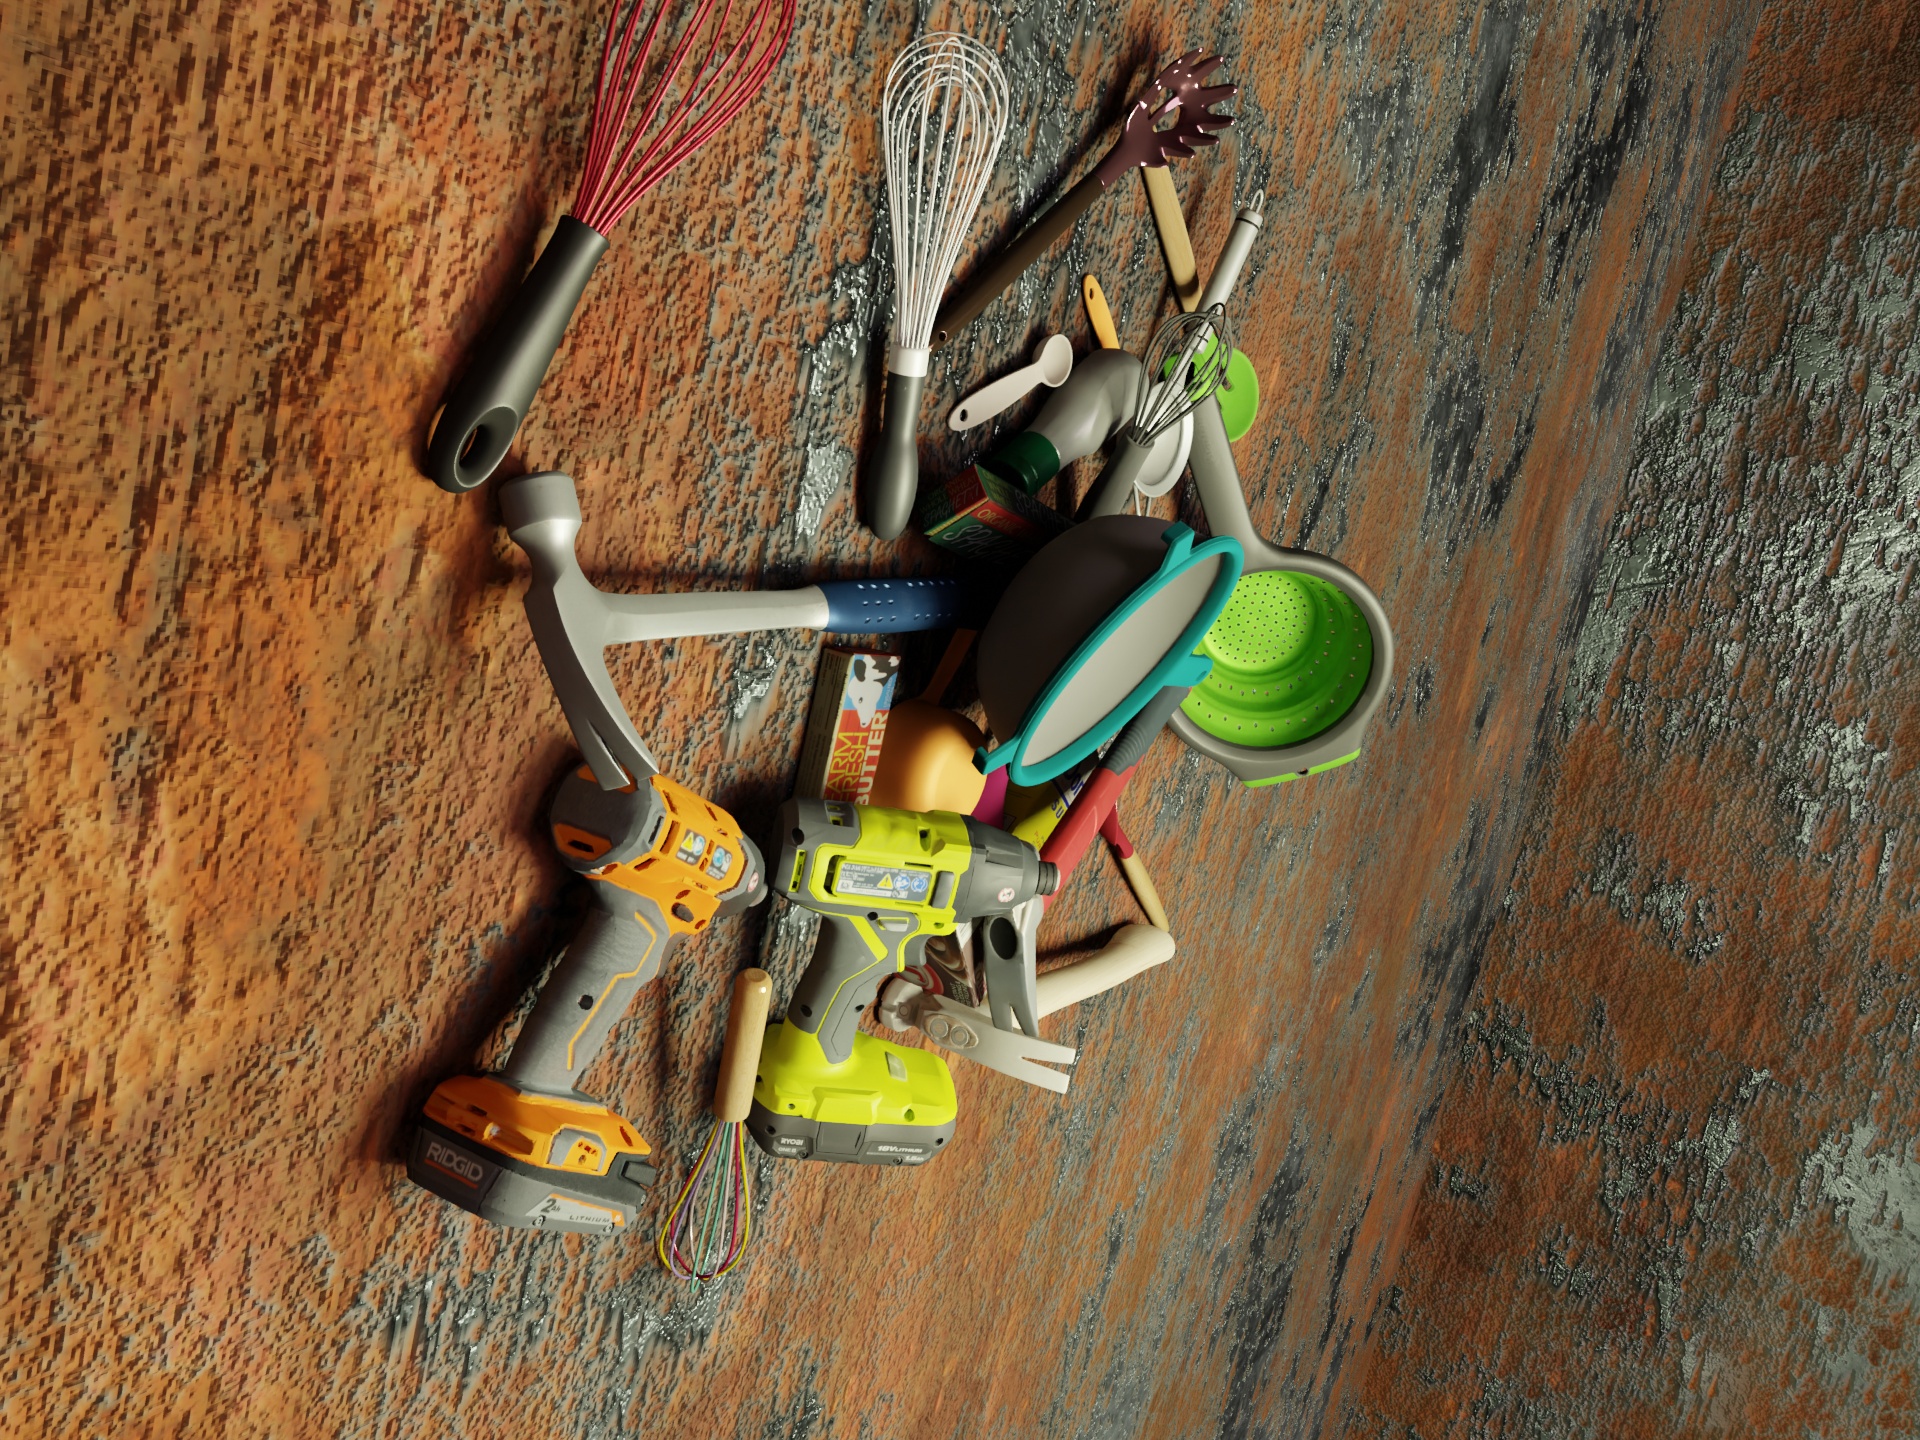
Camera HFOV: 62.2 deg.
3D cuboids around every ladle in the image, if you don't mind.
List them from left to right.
[{"bbox_3d":[0.151,0.124,1.399,0.315,0.031,0.069,60,21,-56],"label":"ladle"}]

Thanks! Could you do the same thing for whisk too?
[{"bbox_3d":[-0.153,-0.230,0.692,0.296,0.073,0.073,-62,149,-4],"label":"whisk"},{"bbox_3d":[-0.143,0.248,0.942,0.051,0.047,0.244,-47,154,-59],"label":"whisk"},{"bbox_3d":[-0.026,-0.237,0.900,0.070,0.070,0.284,-24,131,-52],"label":"whisk"},{"bbox_3d":[0.123,-0.189,1.085,0.055,0.055,0.238,-43,169,-39],"label":"whisk"}]

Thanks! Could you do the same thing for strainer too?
[{"bbox_3d":[0.103,-0.063,1.097,0.211,0.095,0.340,-50,164,14],"label":"strainer"},{"bbox_3d":[0.169,-0.272,1.178,0.086,0.050,0.258,19,96,-54],"label":"strainer"}]

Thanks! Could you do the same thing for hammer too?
[{"bbox_3d":[-0.085,-0.056,0.877,0.405,0.035,0.144,-11,85,-61],"label":"hammer"},{"bbox_3d":[0.098,0.213,1.272,0.410,0.146,0.038,-3,108,-63],"label":"hammer"},{"bbox_3d":[0.103,0.068,1.175,0.386,0.038,0.143,-49,141,-54],"label":"hammer"}]

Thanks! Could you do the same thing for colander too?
[{"bbox_3d":[0.234,-0.135,1.331,0.095,0.204,0.396,-87,157,-60],"label":"colander"}]

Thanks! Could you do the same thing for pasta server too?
[{"bbox_3d":[0.075,-0.327,1.009,0.316,0.040,0.060,-49,122,-26],"label":"pasta server"}]

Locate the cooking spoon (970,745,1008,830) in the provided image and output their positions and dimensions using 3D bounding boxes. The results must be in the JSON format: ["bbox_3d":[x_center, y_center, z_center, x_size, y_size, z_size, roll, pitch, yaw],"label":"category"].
[{"bbox_3d":[0.046,0.001,1.154,0.068,0.017,0.319,37,62,-15],"label":"cooking spoon"}]

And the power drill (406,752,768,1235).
[{"bbox_3d":[-0.177,0.145,0.831,0.164,0.084,0.226,40,68,-60],"label":"power drill"}]

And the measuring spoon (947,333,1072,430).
[{"bbox_3d":[0.029,-0.219,1.037,0.124,0.018,0.034,-37,130,-34],"label":"measuring spoon"}]

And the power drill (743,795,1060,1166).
[{"bbox_3d":[-0.043,0.158,0.967,0.171,0.080,0.223,8,114,-14],"label":"power drill"}]

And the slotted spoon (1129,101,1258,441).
[{"bbox_3d":[0.172,-0.328,1.192,0.070,0.031,0.313,-45,141,-12],"label":"slotted spoon"}]

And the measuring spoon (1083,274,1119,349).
[{"bbox_3d":[0.102,-0.269,1.131,0.021,0.011,0.116,-60,144,-27],"label":"measuring spoon"}]

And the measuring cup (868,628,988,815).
[{"bbox_3d":[-0.002,-0.003,1.058,0.174,0.052,0.095,-64,149,-10],"label":"measuring cup"}]
